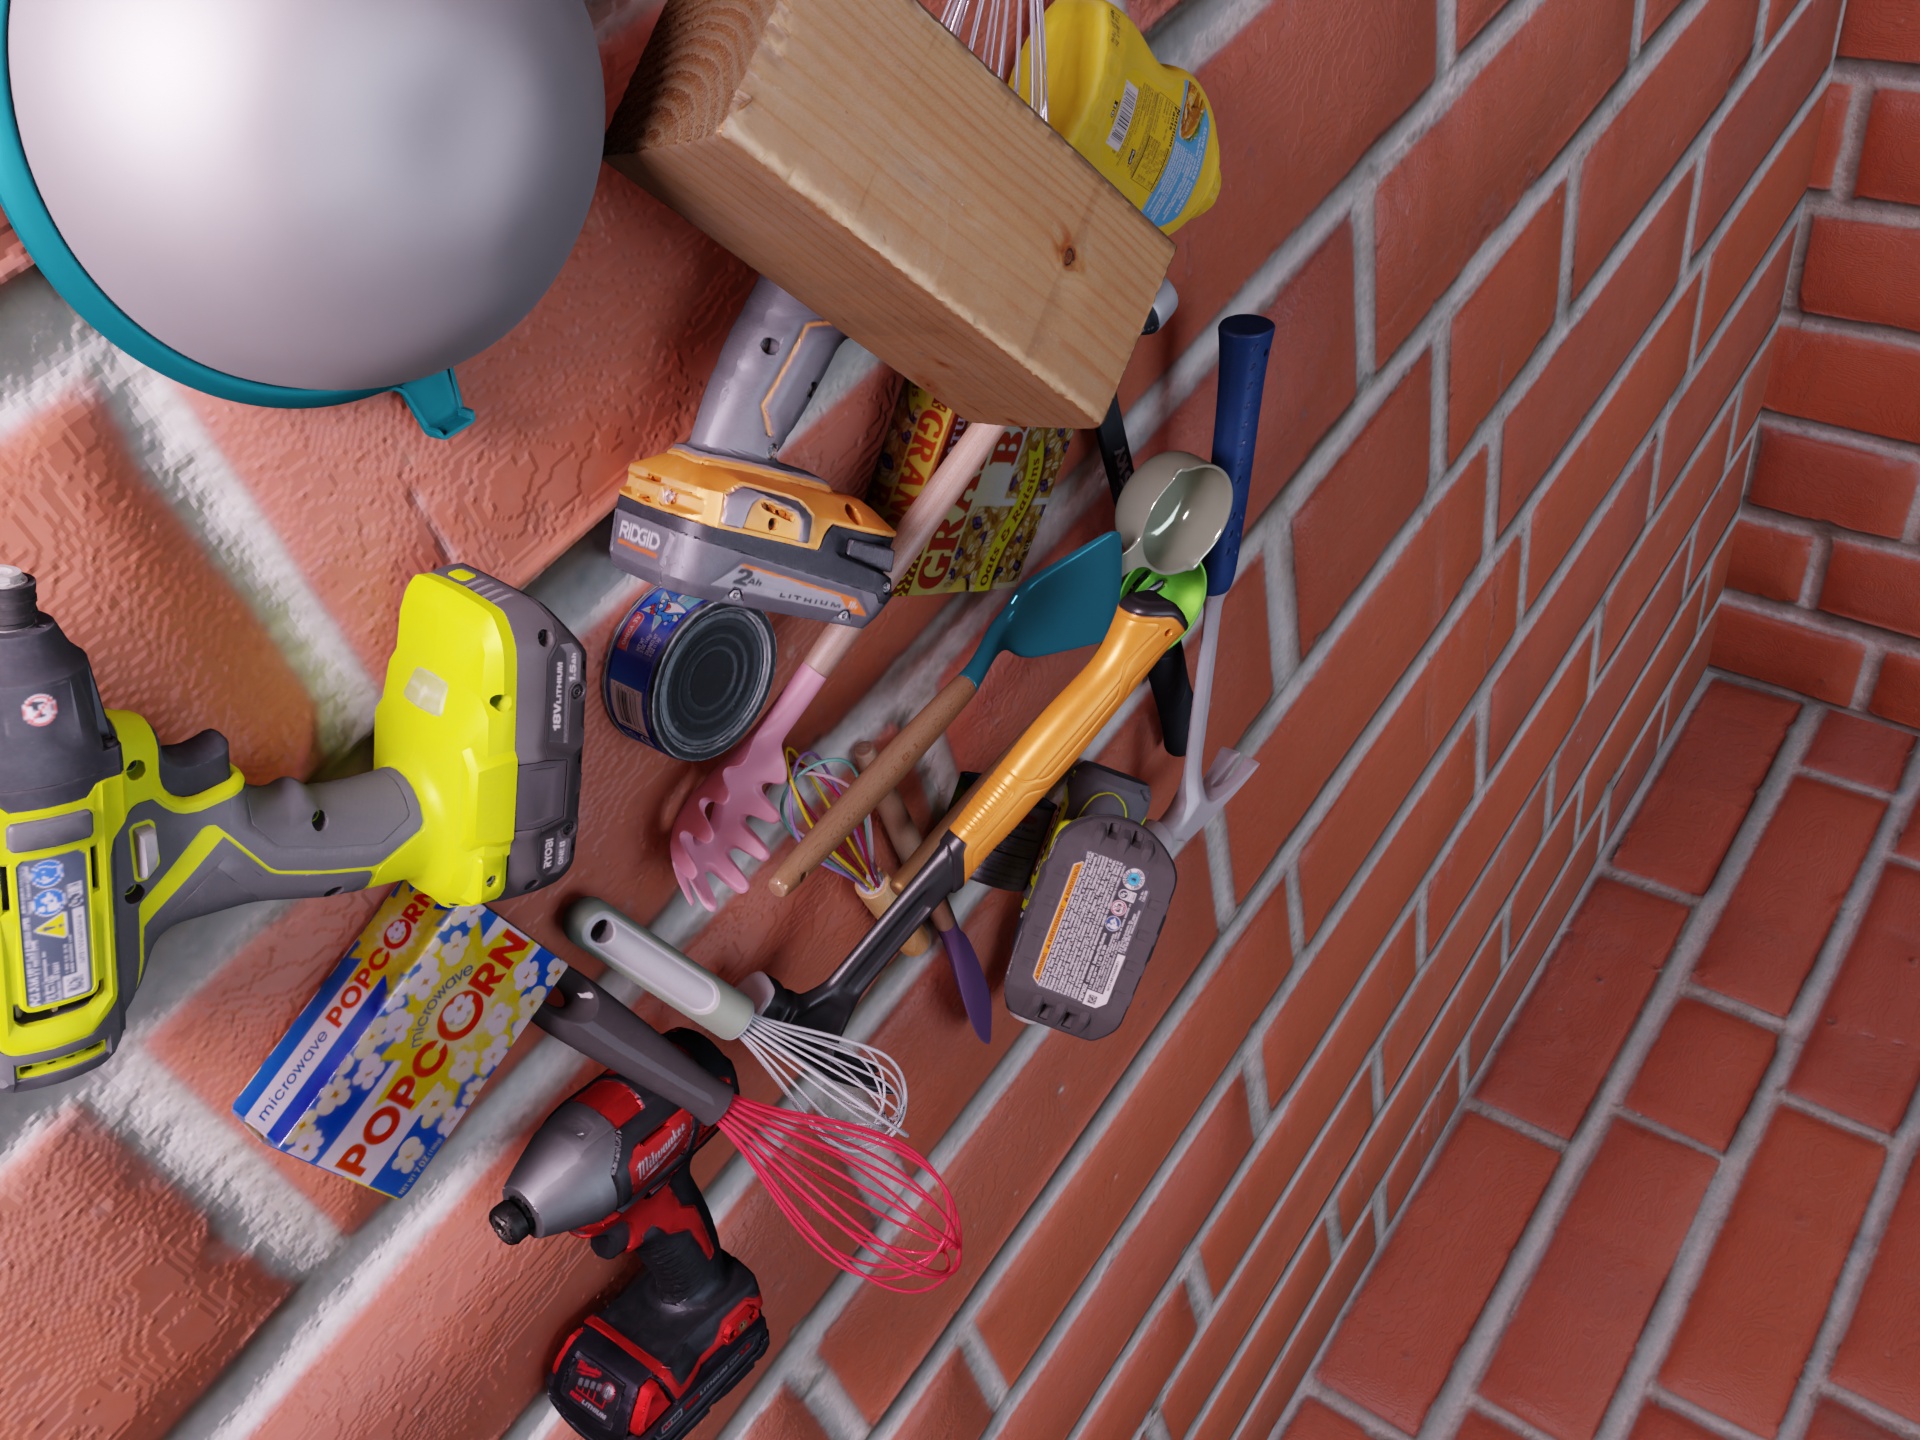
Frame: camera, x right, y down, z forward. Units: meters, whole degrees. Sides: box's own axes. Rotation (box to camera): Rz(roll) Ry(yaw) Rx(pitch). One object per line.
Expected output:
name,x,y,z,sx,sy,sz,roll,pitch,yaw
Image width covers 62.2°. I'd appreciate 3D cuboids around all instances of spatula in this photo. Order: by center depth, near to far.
spatula,-0.001,-0.003,0.889,0.317,0.044,0.082,-48,149,-40
spatula,-0.017,0.118,1.029,0.315,0.018,0.060,69,17,-46

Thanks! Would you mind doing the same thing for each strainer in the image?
strainer,-0.218,-0.201,0.454,0.340,0.095,0.211,9,102,-59

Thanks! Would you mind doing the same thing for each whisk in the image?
whisk,0.025,-0.385,0.746,0.070,0.070,0.284,-11,114,-54
whisk,-0.107,0.204,0.804,0.295,0.073,0.073,40,73,-22
whisk,-0.111,0.160,0.829,0.246,0.059,0.058,42,76,-33
whisk,-0.058,0.082,0.935,0.051,0.047,0.244,-45,148,-12

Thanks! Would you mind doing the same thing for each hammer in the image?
hammer,0.016,0.066,0.910,0.337,0.034,0.127,-50,132,0
hammer,0.124,-0.102,1.095,0.149,0.036,0.408,-51,146,-22
hammer,0.182,-0.086,1.125,0.144,0.035,0.405,-33,136,-40

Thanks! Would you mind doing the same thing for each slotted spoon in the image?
slotted spoon,0.057,-0.003,0.998,0.314,0.031,0.070,-47,126,-28

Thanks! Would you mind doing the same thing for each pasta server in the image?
pasta server,-0.052,-0.044,0.805,0.316,0.040,0.060,-54,155,1

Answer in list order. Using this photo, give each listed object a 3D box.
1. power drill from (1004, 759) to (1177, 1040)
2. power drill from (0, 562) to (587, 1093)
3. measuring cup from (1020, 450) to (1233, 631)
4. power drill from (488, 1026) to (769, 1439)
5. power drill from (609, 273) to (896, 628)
power drill,0.076,0.131,1.061,0.228,0.080,0.190,-66,176,-86
power drill,-0.249,0.018,0.570,0.223,0.080,0.171,-17,123,-48
measuring cup,0.096,-0.109,0.994,0.167,0.038,0.083,-34,138,-14
power drill,-0.176,0.285,0.853,0.143,0.079,0.219,-34,133,-43
power drill,-0.052,-0.161,0.719,0.185,0.084,0.226,8,101,-41
